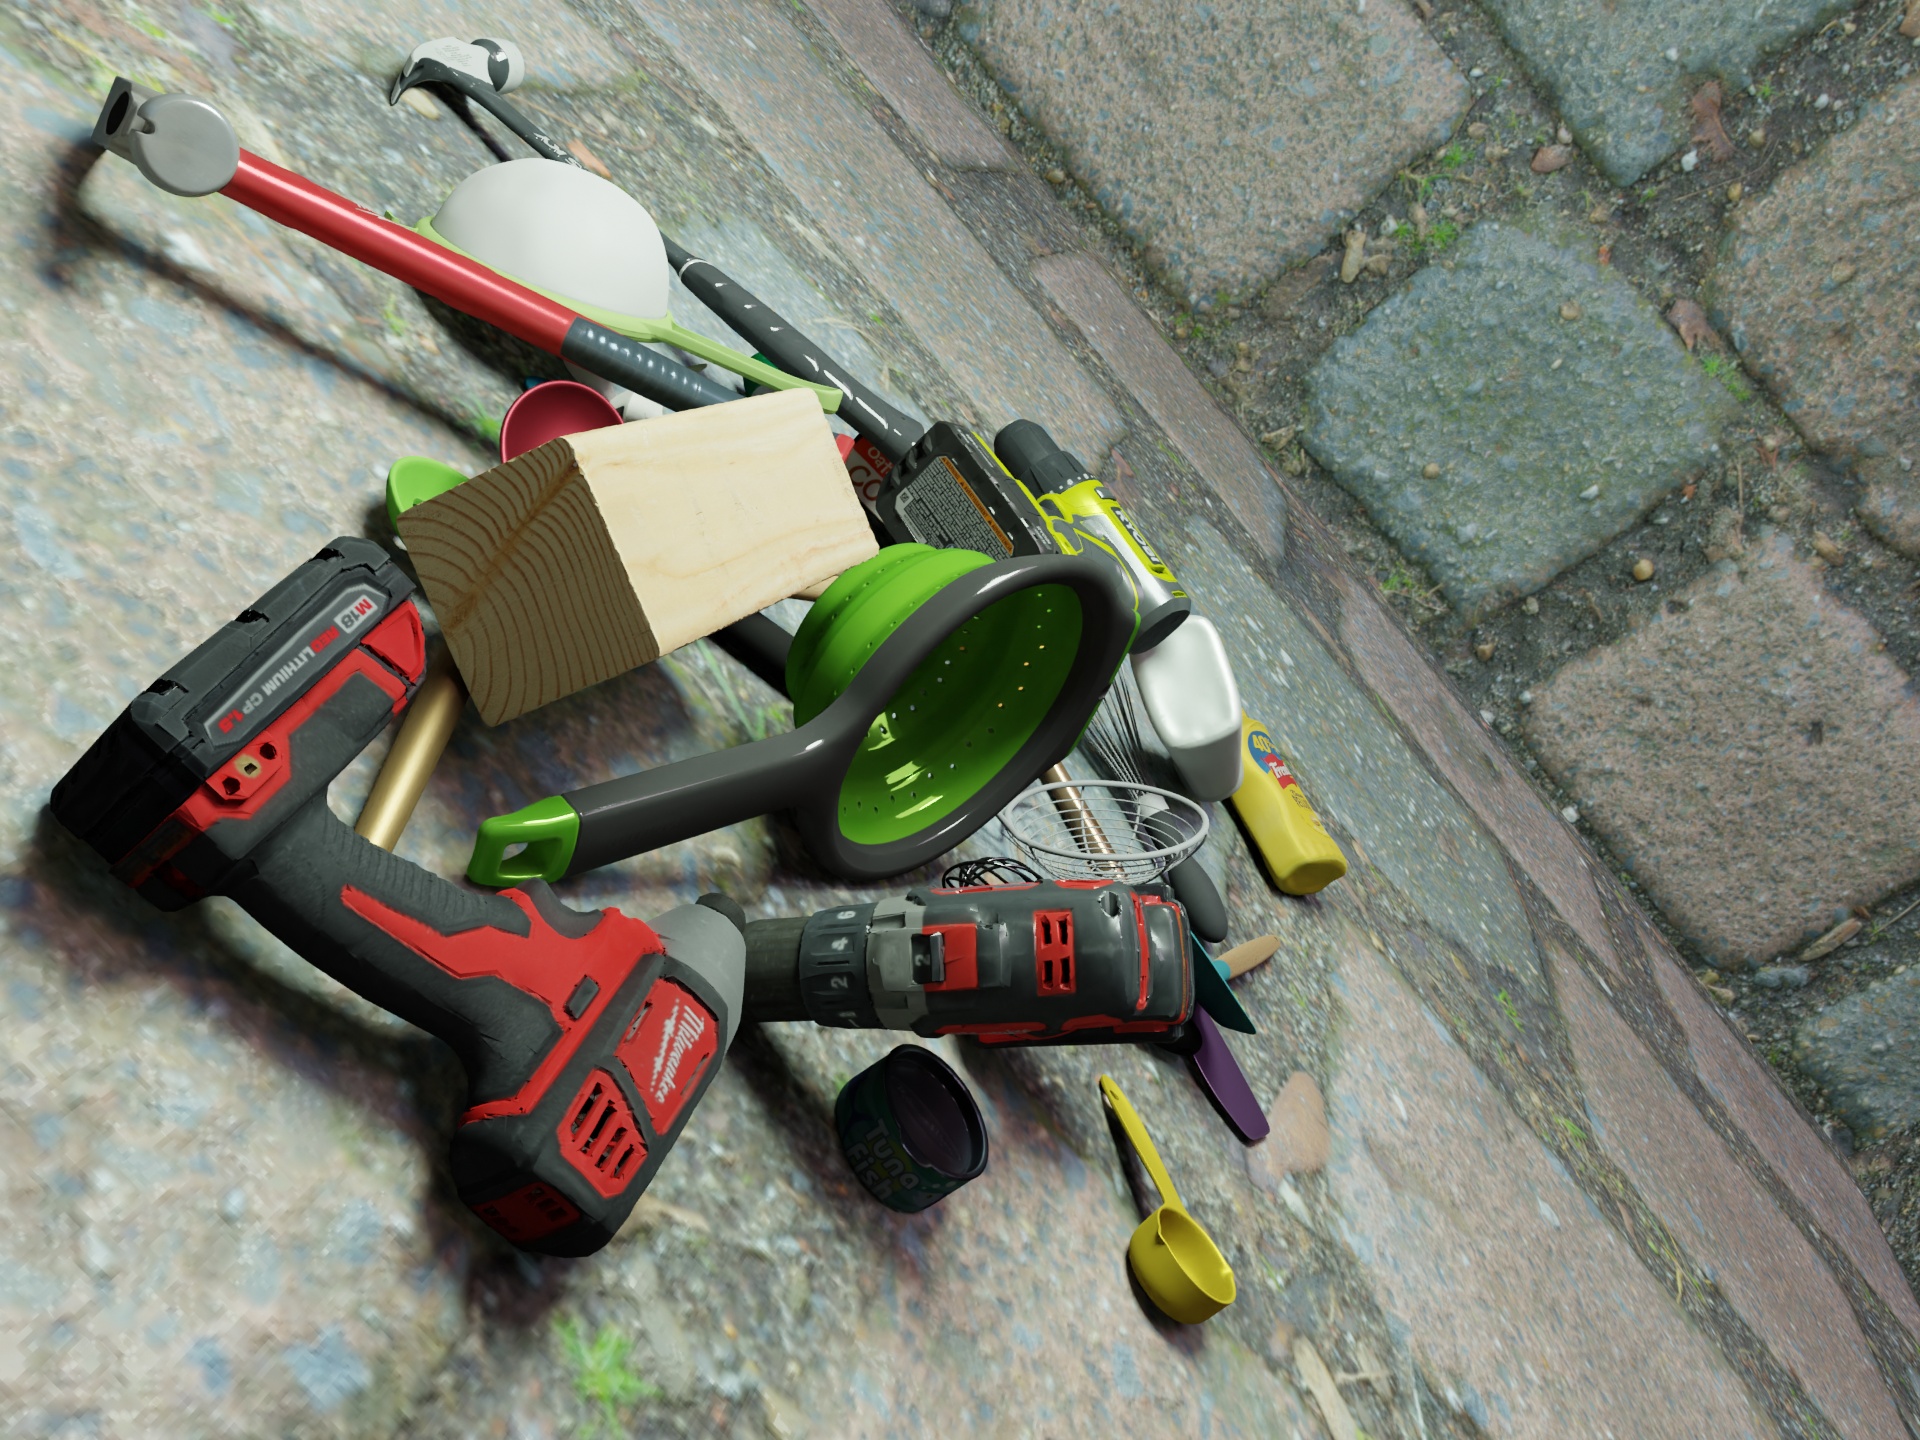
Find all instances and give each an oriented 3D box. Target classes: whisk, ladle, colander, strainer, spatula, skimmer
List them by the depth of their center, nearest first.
[{"bbox_3d":[-0.196,-0.041,0.654,0.069,0.031,0.316,42,34,-28],"label":"ladle"},{"bbox_3d":[-0.075,-0.008,0.757,0.095,0.204,0.397,43,36,26],"label":"colander"},{"bbox_3d":[-0.174,-0.249,0.882,0.256,0.069,0.151,25,19,5],"label":"strainer"},{"bbox_3d":[0.073,0.142,0.924,0.238,0.055,0.055,39,25,-36],"label":"whisk"},{"bbox_3d":[-0.001,-0.003,0.940,0.363,0.090,0.127,36,2,-29],"label":"skimmer"},{"bbox_3d":[0.117,0.133,1.055,0.059,0.018,0.316,11,47,-59],"label":"spatula"},{"bbox_3d":[0.194,0.165,1.091,0.082,0.044,0.317,56,17,13],"label":"spatula"},{"bbox_3d":[0.126,0.036,1.179,0.070,0.070,0.285,7,54,-60],"label":"whisk"}]

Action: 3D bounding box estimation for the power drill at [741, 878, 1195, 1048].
[{"bbox_3d":[0.008,0.112,0.723,0.226,0.188,0.080,28,58,-70],"label":"power drill"}]

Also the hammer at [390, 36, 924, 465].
[{"bbox_3d":[-0.186,-0.302,1.031,0.409,0.036,0.149,39,26,-3],"label":"hammer"}]

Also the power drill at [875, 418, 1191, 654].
[{"bbox_3d":[0.046,-0.132,1.057,0.191,0.080,0.228,55,26,16],"label":"power drill"}]

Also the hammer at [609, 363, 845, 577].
[{"bbox_3d":[-0.096,-0.111,0.972,0.331,0.031,0.130,25,55,-54],"label":"hammer"}]

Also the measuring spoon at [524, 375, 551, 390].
[{"bbox_3d":[-0.190,-0.166,0.908,0.128,0.021,0.042,27,51,-40],"label":"measuring spoon"}]

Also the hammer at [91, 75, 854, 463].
[{"bbox_3d":[-0.213,-0.199,0.778,0.386,0.038,0.143,21,8,-41],"label":"hammer"}]

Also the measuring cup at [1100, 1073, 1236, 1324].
[{"bbox_3d":[0.096,0.250,0.841,0.062,0.029,0.157,36,15,-33],"label":"measuring cup"}]

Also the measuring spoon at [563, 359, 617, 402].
[{"bbox_3d":[-0.187,-0.178,0.946,0.124,0.018,0.034,48,22,-12],"label":"measuring spoon"}]

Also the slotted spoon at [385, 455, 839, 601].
[{"bbox_3d":[-0.152,-0.080,0.804,0.313,0.031,0.070,5,53,-51],"label":"slotted spoon"}]

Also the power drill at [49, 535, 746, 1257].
[{"bbox_3d":[-0.165,0.056,0.527,0.219,0.078,0.143,48,41,-15],"label":"power drill"}]

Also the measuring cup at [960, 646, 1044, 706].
[{"bbox_3d":[0.041,-0.033,1.080,0.095,0.052,0.173,13,9,5],"label":"measuring cup"}]
